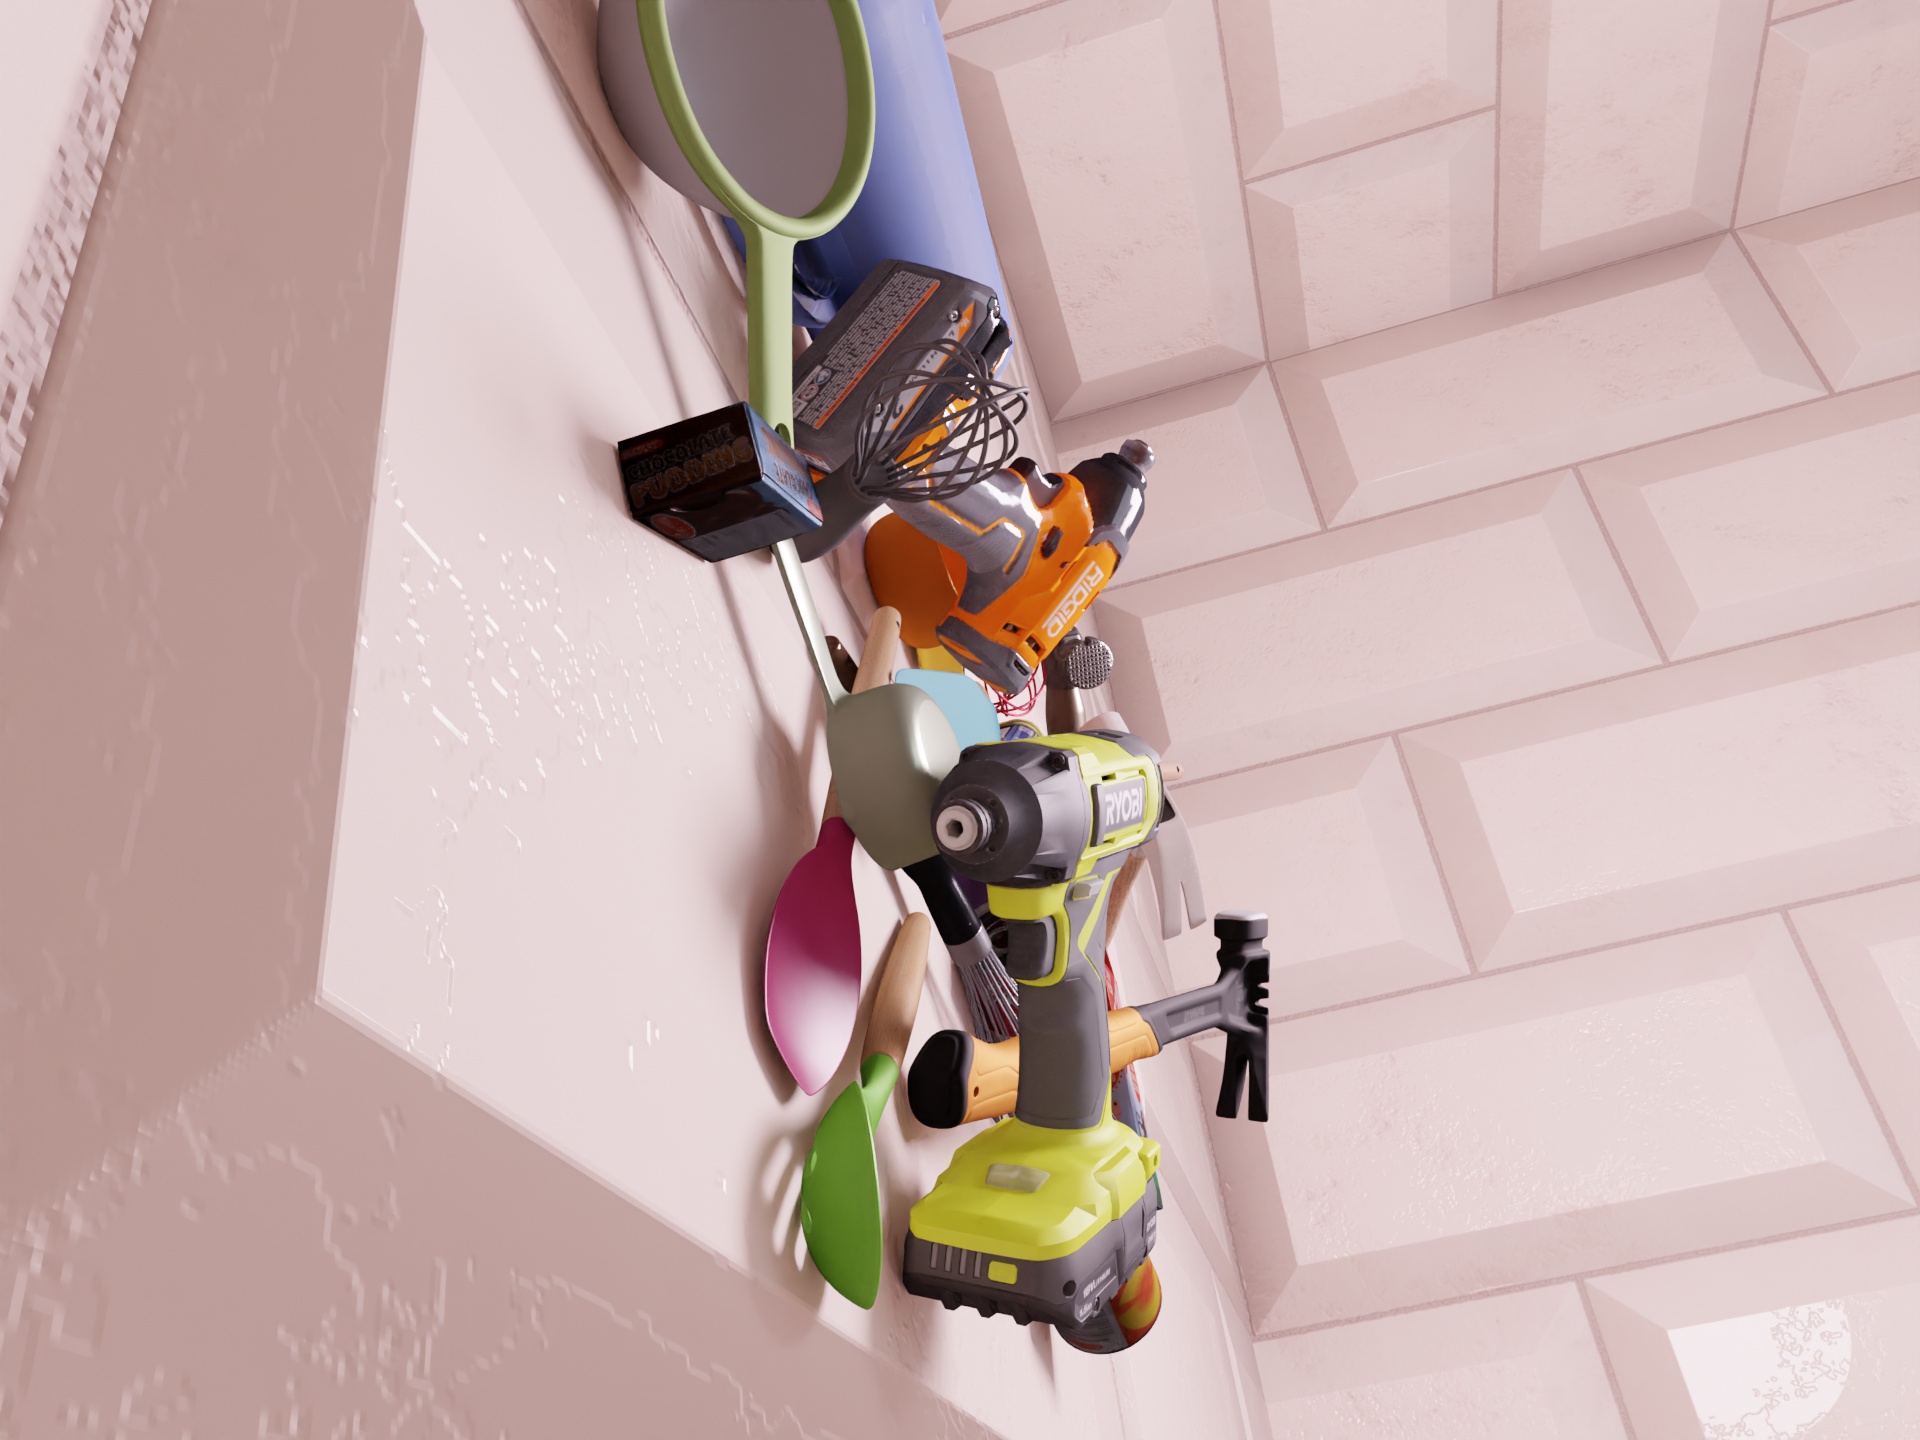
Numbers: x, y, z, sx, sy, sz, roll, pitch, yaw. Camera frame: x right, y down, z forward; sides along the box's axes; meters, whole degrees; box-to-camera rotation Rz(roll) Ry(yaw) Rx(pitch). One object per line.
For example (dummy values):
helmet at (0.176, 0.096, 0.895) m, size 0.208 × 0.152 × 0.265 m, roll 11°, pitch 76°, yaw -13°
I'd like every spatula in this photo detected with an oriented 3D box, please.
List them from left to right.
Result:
spatula at (-0.020, 0.052, 0.873) m, size 0.315 × 0.018 × 0.060 m, roll 64°, pitch 31°, yaw -52°
spatula at (-0.001, -0.003, 0.904) m, size 0.317 × 0.044 × 0.082 m, roll -88°, pitch 163°, yaw -84°

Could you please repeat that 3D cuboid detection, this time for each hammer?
hammer at (0.091, 0.124, 1.239) m, size 0.146 × 0.038 × 0.410 m, roll -147°, pitch -133°, yaw -68°
hammer at (0.097, 0.129, 1.079) m, size 0.130 × 0.031 × 0.331 m, roll 61°, pitch -19°, yaw 25°
hammer at (0.083, 0.176, 0.840) m, size 0.336 × 0.034 × 0.127 m, roll 2°, pitch 88°, yaw -55°

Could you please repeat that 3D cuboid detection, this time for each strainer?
strainer at (-0.101, -0.221, 0.666) m, size 0.151 × 0.069 × 0.256 m, roll -6°, pitch 96°, yaw -60°

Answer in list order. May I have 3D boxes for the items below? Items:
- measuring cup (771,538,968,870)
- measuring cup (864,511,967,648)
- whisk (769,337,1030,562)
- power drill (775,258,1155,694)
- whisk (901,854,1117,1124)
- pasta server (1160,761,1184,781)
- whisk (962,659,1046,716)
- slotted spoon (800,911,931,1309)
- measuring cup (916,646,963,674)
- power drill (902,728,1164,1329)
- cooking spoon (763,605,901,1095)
measuring cup at (-0.038, -0.020, 0.654) m, size 0.083 × 0.038 × 0.167 m, roll -57°, pitch 128°, yaw -70°
measuring cup at (-0.040, -0.112, 0.932) m, size 0.173 × 0.052 × 0.095 m, roll 54°, pitch 22°, yaw -42°
whisk at (-0.037, -0.093, 0.621) m, size 0.239 × 0.055 × 0.055 m, roll -18°, pitch -94°, yaw 67°
power drill at (0.016, -0.135, 0.845) m, size 0.084 × 0.164 × 0.226 m, roll 31°, pitch -11°, yaw 43°
whisk at (0.017, 0.141, 0.841) m, size 0.070 × 0.070 × 0.284 m, roll -88°, pitch 157°, yaw -62°
pasta server at (0.078, 0.037, 1.077) m, size 0.316 × 0.040 × 0.060 m, roll 1°, pitch 80°, yaw -59°
whisk at (0.012, -0.102, 1.217) m, size 0.296 × 0.073 × 0.073 m, roll -103°, pitch 173°, yaw -49°
slotted spoon at (-0.031, 0.133, 0.644) m, size 0.314 × 0.031 × 0.070 m, roll -74°, pitch 166°, yaw -78°
measuring cup at (-0.019, -0.056, 1.075) m, size 0.156 × 0.029 × 0.062 m, roll -176°, pitch -105°, yaw -86°
power drill at (0.030, 0.118, 0.649) m, size 0.171 × 0.080 × 0.223 m, roll -5°, pitch 97°, yaw -66°
cooking spoon at (-0.048, 0.032, 0.671) m, size 0.319 × 0.017 × 0.068 m, roll -82°, pitch 153°, yaw -57°
